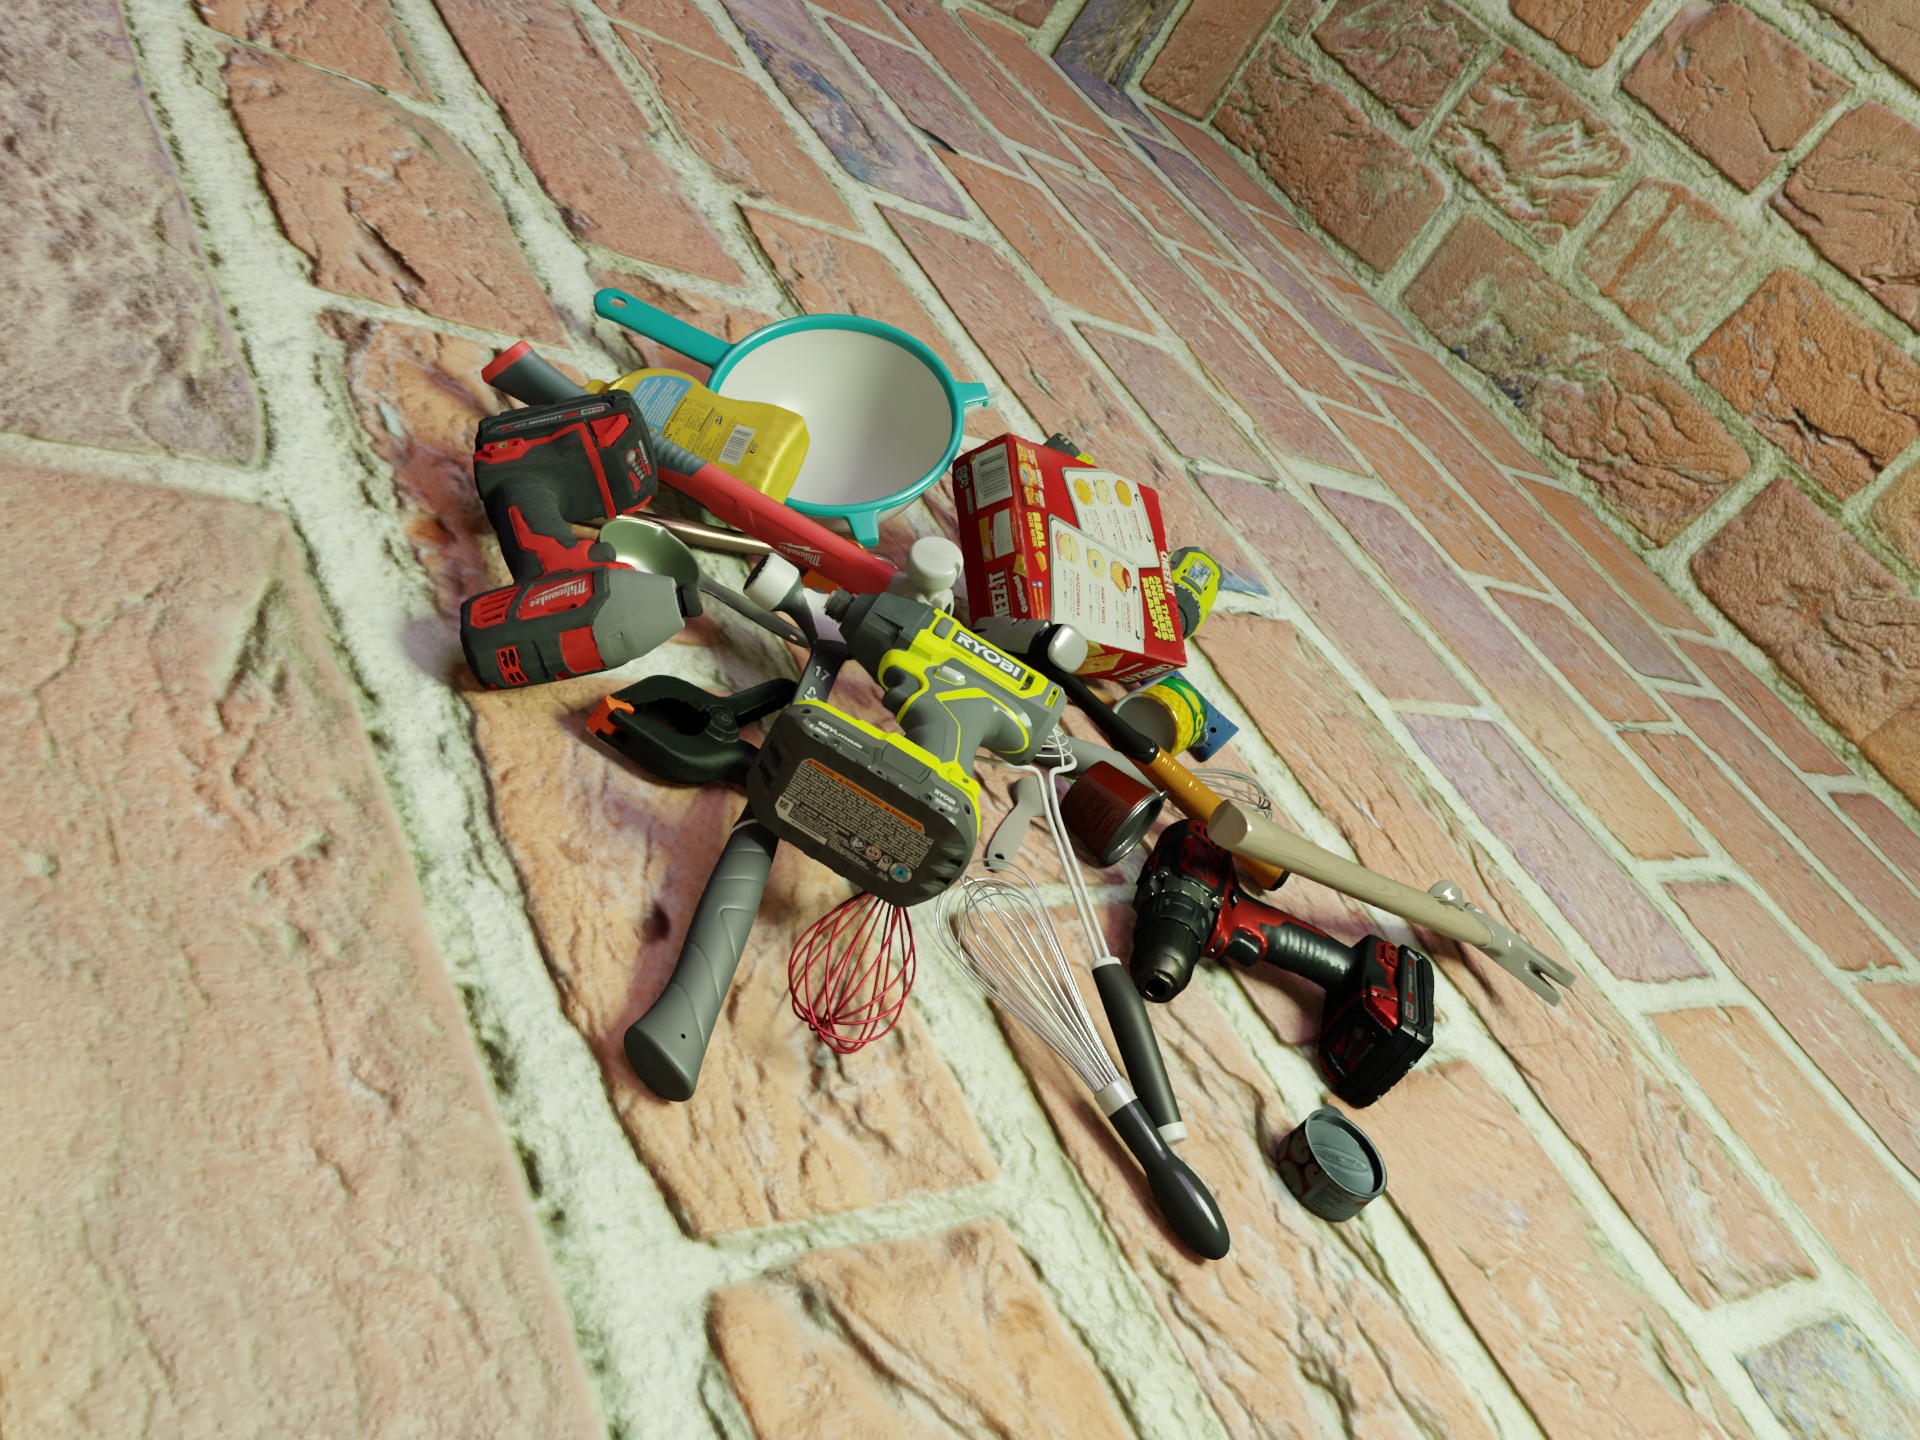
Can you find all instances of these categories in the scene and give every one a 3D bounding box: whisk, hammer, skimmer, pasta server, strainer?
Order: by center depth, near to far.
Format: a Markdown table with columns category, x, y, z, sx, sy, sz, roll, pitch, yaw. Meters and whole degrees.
| category | x | y | z | sx | sy | sz | roll | pitch | yaw |
| --- | --- | --- | --- | --- | --- | --- | --- | --- | --- |
| hammer | -0.114 | 0.057 | 0.958 | 0.149 | 0.036 | 0.409 | 36 | 37 | -17 |
| whisk | 0.078 | 0.204 | 0.979 | 0.070 | 0.070 | 0.285 | -10 | 58 | -51 |
| whisk | -0.047 | 0.108 | 0.985 | 0.073 | 0.073 | 0.296 | 34 | 25 | -5 |
| skimmer | 0.061 | 0.123 | 1.082 | 0.127 | 0.090 | 0.364 | 4 | 55 | -39 |
| hammer | -0.179 | -0.155 | 1.142 | 0.386 | 0.143 | 0.038 | 30 | 51 | 10 |
| hammer | 0.141 | 0.031 | 1.207 | 0.336 | 0.034 | 0.127 | 40 | -16 | -30 |
| pasta server | -0.172 | -0.130 | 1.212 | 0.316 | 0.040 | 0.060 | 8 | 41 | -33 |
| hammer | 0.329 | 0.136 | 1.225 | 0.410 | 0.038 | 0.146 | 22 | 13 | -43 |
| whisk | 0.154 | 0.049 | 1.279 | 0.238 | 0.055 | 0.055 | 16 | 36 | -22 |
| strainer | -0.160 | -0.258 | 1.327 | 0.340 | 0.095 | 0.211 | 28 | 61 | 12 |
| hammer | 0.098 | -0.130 | 1.419 | 0.144 | 0.035 | 0.405 | -40 | 81 | -15 |

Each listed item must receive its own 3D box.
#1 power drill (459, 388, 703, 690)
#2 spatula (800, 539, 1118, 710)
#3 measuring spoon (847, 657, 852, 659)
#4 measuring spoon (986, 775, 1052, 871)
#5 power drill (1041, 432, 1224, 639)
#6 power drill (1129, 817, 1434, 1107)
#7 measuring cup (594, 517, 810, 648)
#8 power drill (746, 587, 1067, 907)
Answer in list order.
| category | x | y | z | sx | sy | sz | roll | pitch | yaw |
| --- | --- | --- | --- | --- | --- | --- | --- | --- | --- |
| power drill | -0.242 | -0.115 | 1.017 | 0.143 | 0.078 | 0.220 | -12 | 46 | -3 |
| spatula | 0.016 | -0.058 | 1.278 | 0.322 | 0.081 | 0.041 | 19 | 46 | -36 |
| measuring spoon | -0.059 | -0.042 | 1.217 | 0.128 | 0.021 | 0.042 | 27 | 21 | -33 |
| measuring spoon | 0.043 | 0.073 | 1.155 | 0.034 | 0.018 | 0.124 | 36 | 31 | -1 |
| power drill | 0.143 | -0.162 | 1.520 | 0.228 | 0.080 | 0.190 | 40 | 30 | 1 |
| power drill | 0.222 | 0.179 | 1.137 | 0.226 | 0.080 | 0.188 | 33 | 31 | -1 |
| measuring cup | -0.185 | -0.082 | 1.121 | 0.167 | 0.038 | 0.083 | 29 | 31 | -16 |
| power drill | -0.037 | 0.002 | 0.987 | 0.171 | 0.080 | 0.223 | 31 | 32 | -1 |
